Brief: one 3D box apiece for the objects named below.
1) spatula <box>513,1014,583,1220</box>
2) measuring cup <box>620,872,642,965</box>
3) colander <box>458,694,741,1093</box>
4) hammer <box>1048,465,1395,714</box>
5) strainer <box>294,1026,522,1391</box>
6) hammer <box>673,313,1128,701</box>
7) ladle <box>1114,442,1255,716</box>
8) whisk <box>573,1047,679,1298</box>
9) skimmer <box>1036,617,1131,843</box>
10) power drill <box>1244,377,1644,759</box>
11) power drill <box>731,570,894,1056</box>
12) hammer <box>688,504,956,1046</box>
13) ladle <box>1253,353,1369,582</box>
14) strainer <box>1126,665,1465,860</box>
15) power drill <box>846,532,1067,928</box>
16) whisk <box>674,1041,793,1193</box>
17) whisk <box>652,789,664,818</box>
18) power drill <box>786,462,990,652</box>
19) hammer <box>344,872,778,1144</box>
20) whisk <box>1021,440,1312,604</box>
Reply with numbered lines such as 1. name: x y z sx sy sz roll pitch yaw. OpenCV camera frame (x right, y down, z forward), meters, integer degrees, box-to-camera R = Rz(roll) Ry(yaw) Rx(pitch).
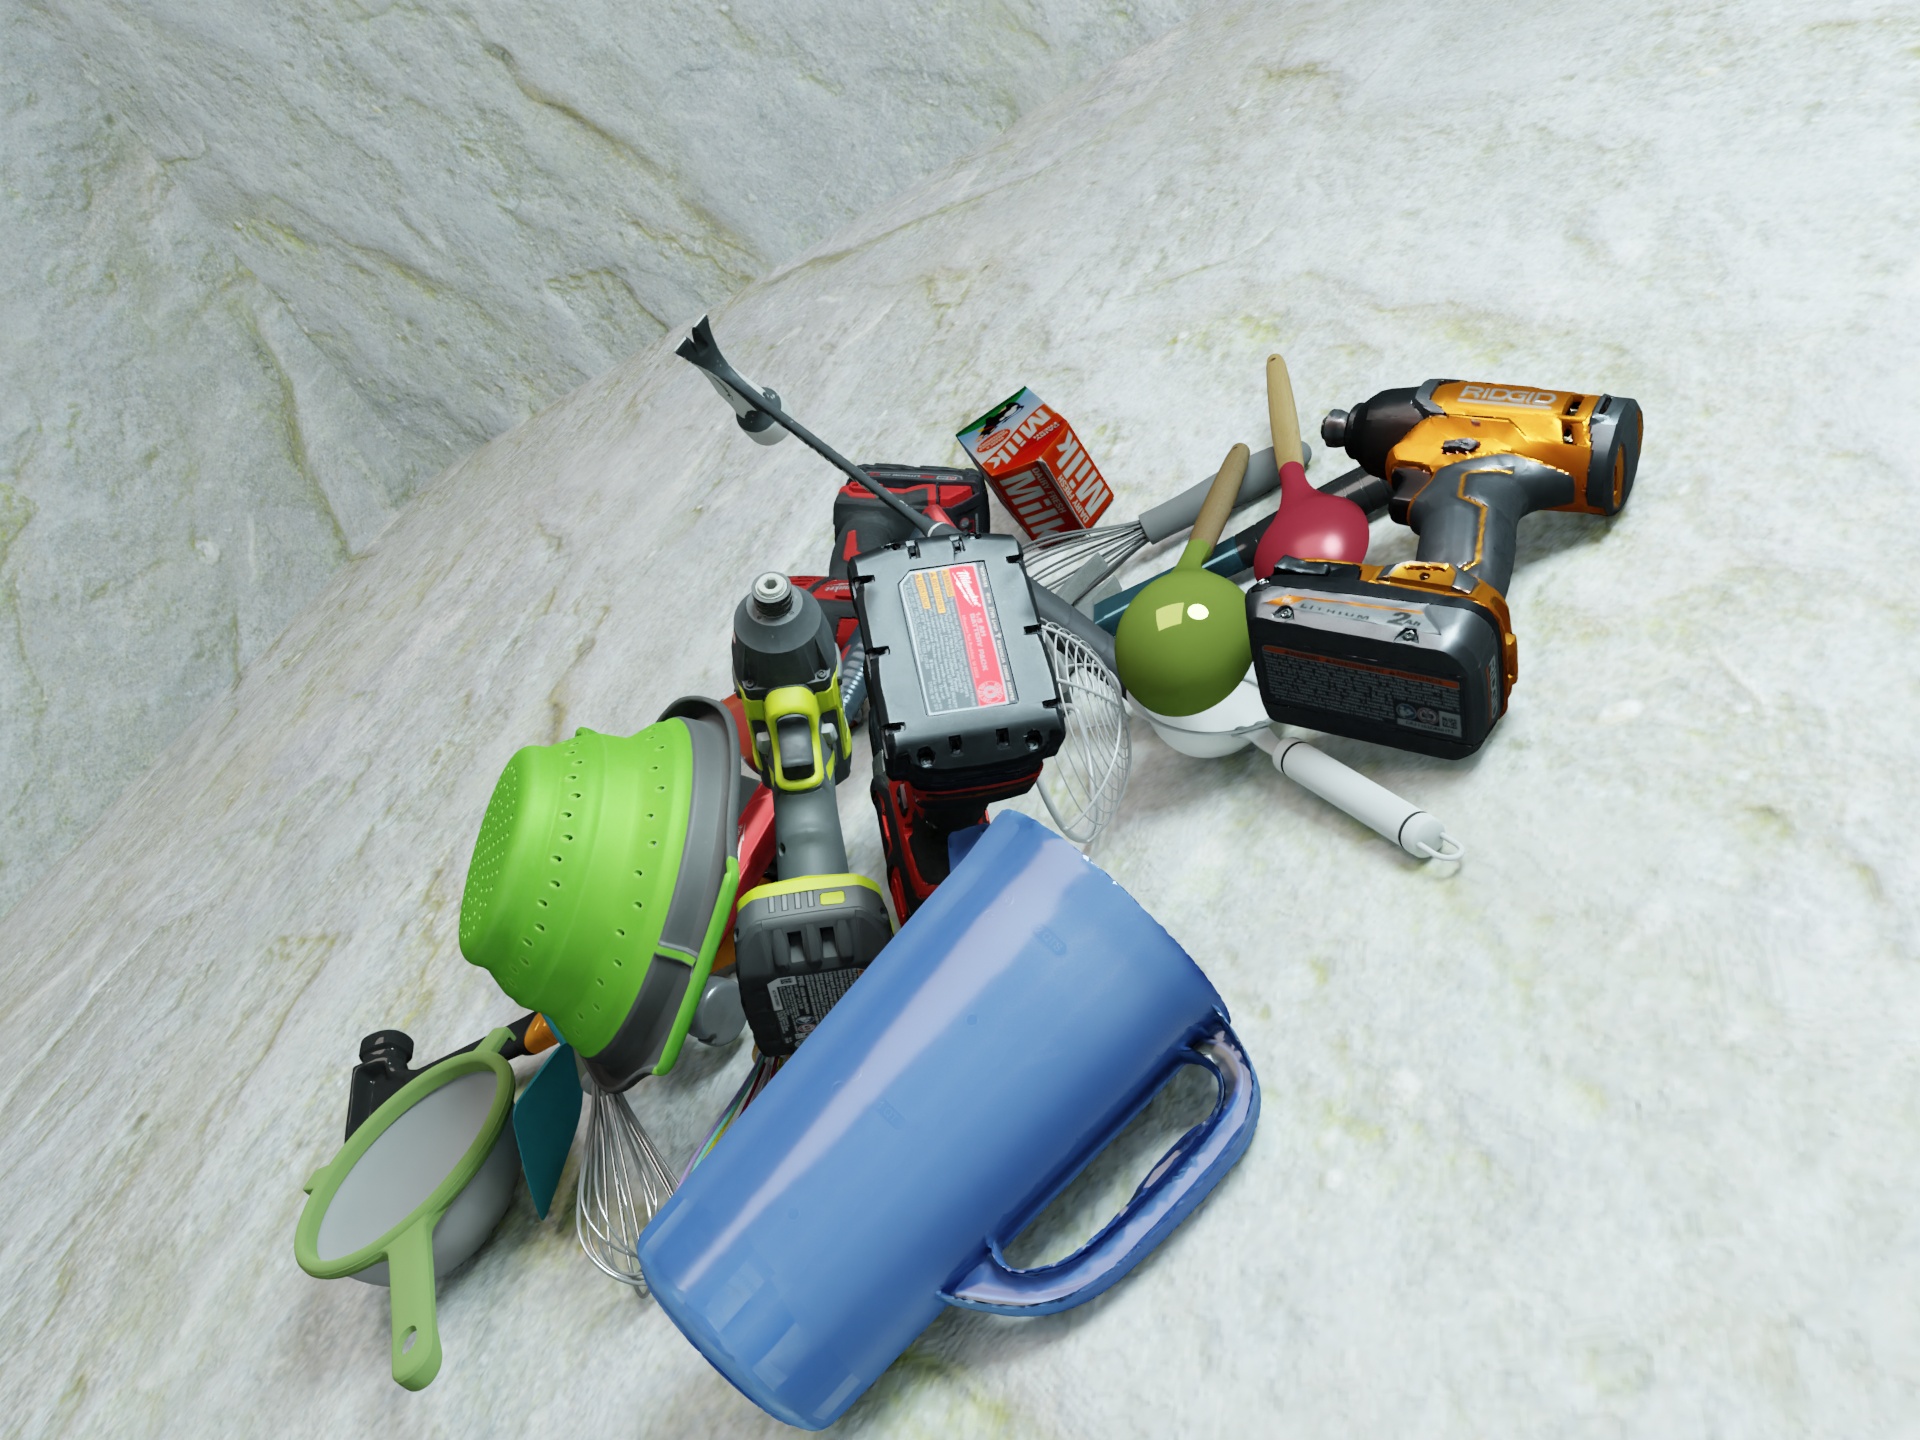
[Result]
1. spatula: -0.265 0.162 0.973 0.044 0.082 0.318 -14 32 -16
2. measuring cup: -0.155 0.081 0.879 0.156 0.029 0.062 -52 30 29
3. colander: -0.218 0.056 0.869 0.204 0.094 0.397 -70 24 7
4. hammer: 0.186 -0.109 0.980 0.331 0.033 0.128 -26 28 21
5. strainer: -0.280 0.282 0.859 0.151 0.069 0.257 -39 26 -4
6. hammer: -0.023 -0.123 0.975 0.409 0.149 0.036 39 89 25
7. ladle: 0.147 -0.097 0.915 0.078 0.062 0.320 -27 16 28
8. whisk: -0.189 0.199 0.850 0.057 0.059 0.247 0 35 -24
9. skimmer: -0.002 -0.003 0.967 0.090 0.127 0.363 -25 12 -21
10. power drill: 0.228 -0.092 0.799 0.164 0.084 0.226 14 51 33
11. power drill: -0.083 0.046 0.832 0.080 0.171 0.223 -8 56 -4
12. hammer: -0.107 0.018 1.003 0.143 0.038 0.386 7 58 40
13. ladle: 0.204 -0.164 0.981 0.069 0.031 0.316 -27 27 23
14. strainer: 0.159 0.018 0.787 0.087 0.050 0.259 -14 24 -20
15. power drill: -0.014 -0.005 0.798 0.080 0.226 0.188 -8 64 -9
16. whisk: -0.107 0.191 0.830 0.047 0.051 0.245 -32 22 23
17. whisk: -0.230 0.065 1.147 0.070 0.070 0.285 -27 13 20
18. power drill: -0.048 -0.110 1.166 0.143 0.078 0.220 5 33 11
19. hammer: -0.244 0.189 0.997 0.337 0.034 0.127 -27 42 11
20. whisk: 0.127 -0.132 1.083 0.239 0.055 0.055 -25 27 13
